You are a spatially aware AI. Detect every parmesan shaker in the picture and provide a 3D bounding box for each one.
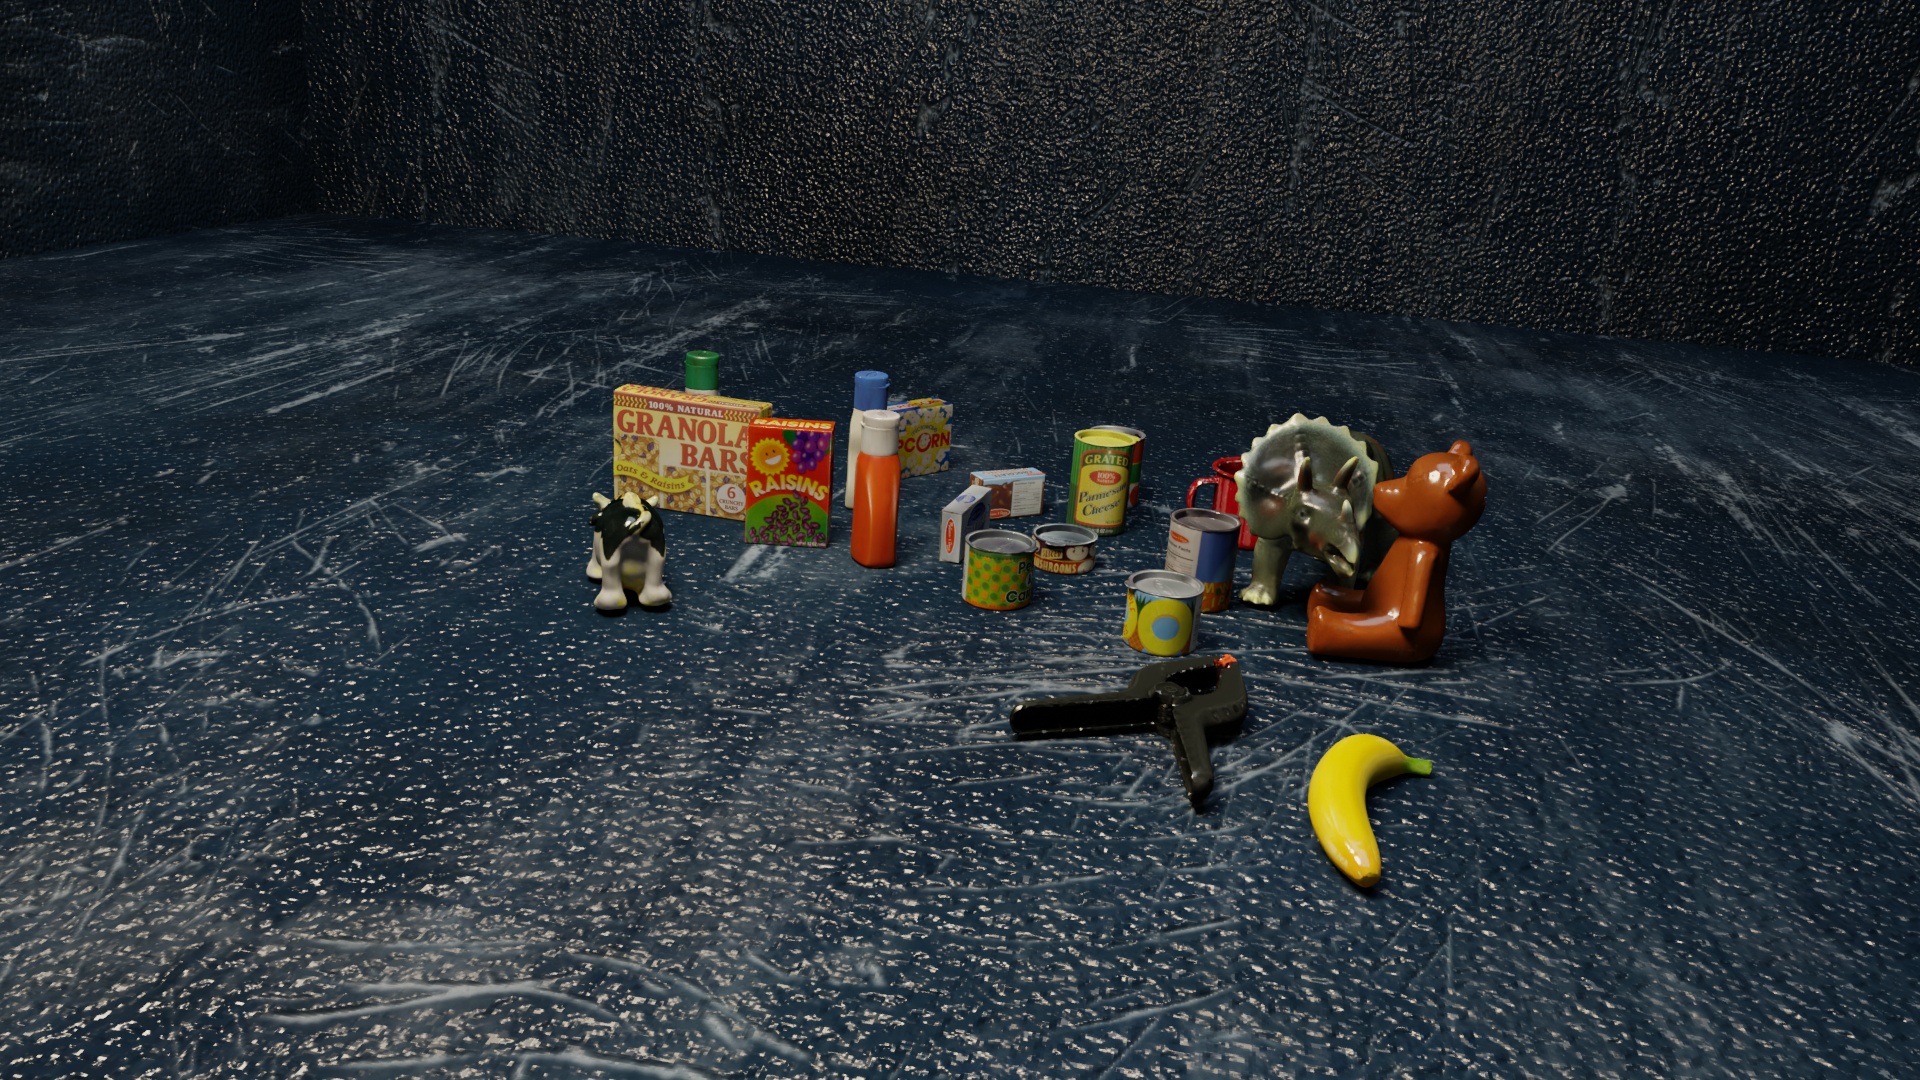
[{"bbox_3d":[0.154,-0.062,1.504,0.071,0.102,0.071,4,19,-1],"label":"parmesan shaker"}]

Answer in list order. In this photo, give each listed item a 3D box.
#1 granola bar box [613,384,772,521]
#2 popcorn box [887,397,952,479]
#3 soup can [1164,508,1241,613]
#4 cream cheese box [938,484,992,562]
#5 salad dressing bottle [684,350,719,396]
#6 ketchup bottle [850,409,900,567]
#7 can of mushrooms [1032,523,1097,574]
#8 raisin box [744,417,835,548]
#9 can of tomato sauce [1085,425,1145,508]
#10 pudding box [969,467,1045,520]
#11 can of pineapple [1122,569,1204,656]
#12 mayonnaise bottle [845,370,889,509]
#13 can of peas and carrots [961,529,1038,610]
[{"bbox_3d":[-0.284,-0.092,1.466,0.165,0.123,0.039,8,19,12],"label":"granola bar box"},{"bbox_3d":[-0.069,-0.119,1.646,0.127,0.085,0.038,-13,25,-41],"label":"popcorn box"},{"bbox_3d":[0.230,0.018,1.319,0.071,0.083,0.071,4,19,-1],"label":"soup can"},{"bbox_3d":[0.005,-0.018,1.421,0.024,0.053,0.104,10,20,16],"label":"cream cheese box"},{"bbox_3d":[-0.290,-0.137,1.556,0.044,0.147,0.064,4,19,-2],"label":"salad dressing bottle"},{"bbox_3d":[-0.082,-0.052,1.355,0.043,0.148,0.065,-2,20,-19],"label":"ketchup bottle"},{"bbox_3d":[0.103,0.009,1.396,0.071,0.033,0.071,4,19,-1],"label":"can of mushrooms"},{"bbox_3d":[-0.171,-0.058,1.394,0.086,0.123,0.040,4,19,-1],"label":"raisin box"},{"bbox_3d":[0.174,-0.085,1.603,0.071,0.082,0.071,4,19,-1],"label":"can of tomato sauce"},{"bbox_3d":[0.051,-0.052,1.533,0.084,0.049,0.030,-7,22,-28],"label":"pudding box"},{"bbox_3d":[0.176,0.063,1.219,0.071,0.057,0.071,4,19,-1],"label":"can of pineapple"},{"bbox_3d":[-0.101,-0.110,1.518,0.041,0.147,0.065,8,19,10],"label":"mayonnaise bottle"},{"bbox_3d":[0.037,0.027,1.291,0.071,0.058,0.071,4,19,-1],"label":"can of peas and carrots"}]
